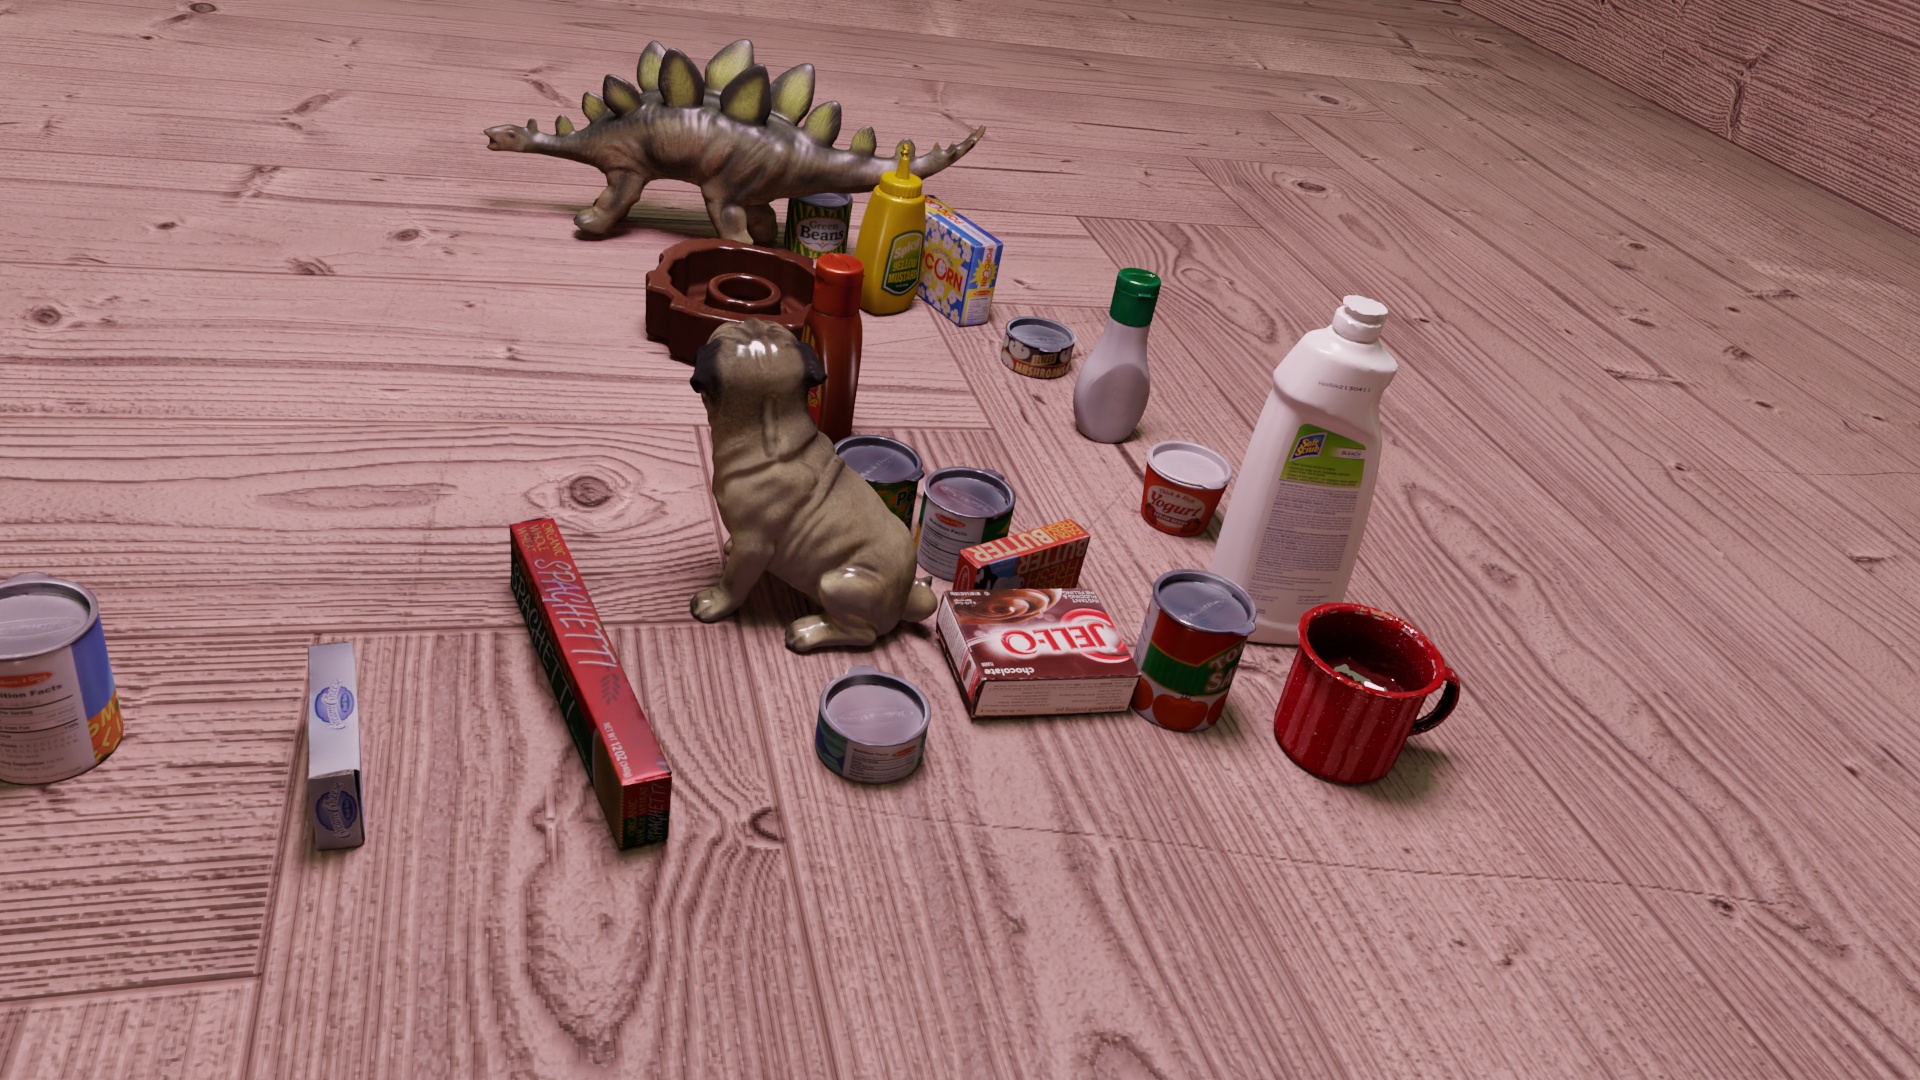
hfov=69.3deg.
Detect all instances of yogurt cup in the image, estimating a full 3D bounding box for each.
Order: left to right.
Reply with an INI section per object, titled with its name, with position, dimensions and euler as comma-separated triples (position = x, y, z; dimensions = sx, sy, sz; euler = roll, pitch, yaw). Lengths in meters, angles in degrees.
[yogurt cup]
position = 0.174, -0.040, 1.093
dimensions = 0.072, 0.053, 0.073
euler = 8, 33, -5

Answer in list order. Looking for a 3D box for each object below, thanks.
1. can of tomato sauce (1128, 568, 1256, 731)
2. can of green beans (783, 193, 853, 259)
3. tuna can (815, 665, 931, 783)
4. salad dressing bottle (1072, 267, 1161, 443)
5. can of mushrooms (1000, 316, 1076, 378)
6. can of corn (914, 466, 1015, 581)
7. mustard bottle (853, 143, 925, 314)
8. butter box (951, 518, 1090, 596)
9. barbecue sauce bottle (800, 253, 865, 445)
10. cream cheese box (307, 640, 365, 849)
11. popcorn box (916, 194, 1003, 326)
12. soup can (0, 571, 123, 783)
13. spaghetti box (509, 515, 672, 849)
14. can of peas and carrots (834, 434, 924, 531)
[can of tomato sauce]
position = 0.148, 0.072, 0.891
dimensions = 0.071, 0.082, 0.071
euler = 8, 33, -5
[can of green beans]
position = -0.146, -0.328, 1.426
dimensions = 0.071, 0.057, 0.071
euler = 8, 33, -5
[tuna can]
position = -0.053, 0.108, 0.821
dimensions = 0.071, 0.032, 0.071
euler = 8, 33, -5
[salad dressing bottle]
position = 0.135, -0.155, 1.169
dimensions = 0.064, 0.146, 0.044
euler = 1, 34, -15
[can of mushrooms]
position = 0.072, -0.178, 1.288
dimensions = 0.071, 0.033, 0.071
euler = 8, 33, -5
[can of corn]
position = 0.004, -0.012, 0.997
dimensions = 0.071, 0.058, 0.071
euler = 8, 33, -5
[mustard bottle]
position = -0.063, -0.293, 1.305
dimensions = 0.065, 0.159, 0.049
euler = -21, 45, -40
[butter box]
position = 0.041, 0.022, 0.961
dimensions = 0.104, 0.052, 0.024
euler = -16, 42, -35
[barbecue sauce bottle]
position = -0.102, -0.150, 1.089
dimensions = 0.044, 0.147, 0.065
euler = -9, 38, -28
[cream cheese box]
position = -0.326, 0.105, 0.724
dimensions = 0.024, 0.053, 0.104
euler = -4, 36, -23
[popcorn box]
position = -0.015, -0.276, 1.362
dimensions = 0.038, 0.084, 0.127
euler = -14, 41, -34
[soup can]
position = -0.470, 0.070, 0.707
dimensions = 0.071, 0.083, 0.072
euler = 8, 33, -5
[spaghetti box]
position = -0.220, 0.073, 0.808
dimensions = 0.029, 0.050, 0.251
euler = -9, 38, -28
[can of peas and carrots]
position = -0.062, -0.035, 1.010
dimensions = 0.071, 0.058, 0.071
euler = 8, 33, -5
